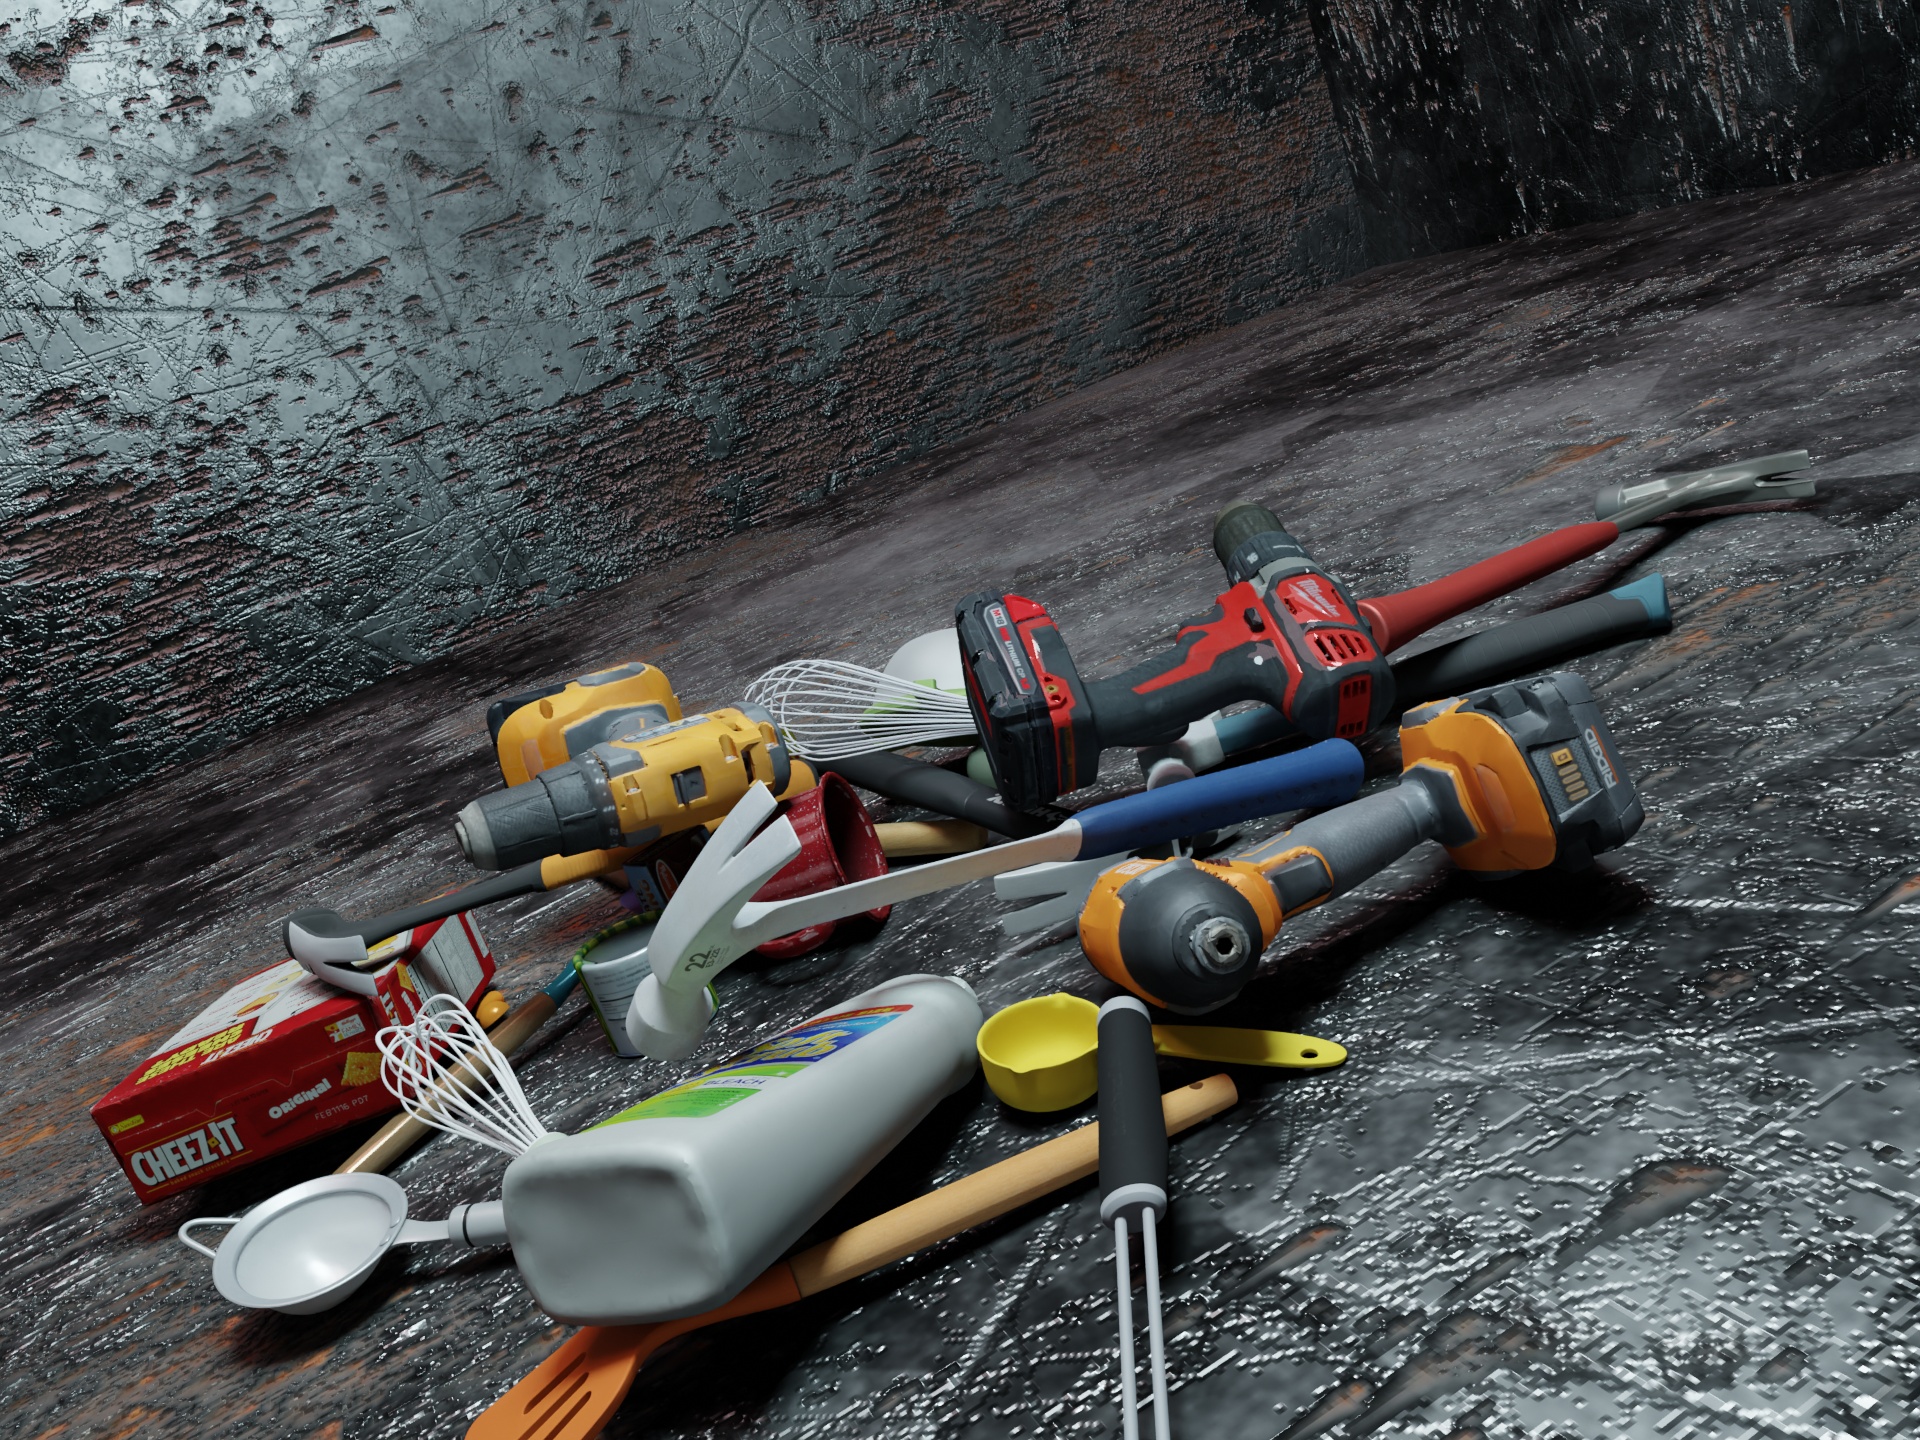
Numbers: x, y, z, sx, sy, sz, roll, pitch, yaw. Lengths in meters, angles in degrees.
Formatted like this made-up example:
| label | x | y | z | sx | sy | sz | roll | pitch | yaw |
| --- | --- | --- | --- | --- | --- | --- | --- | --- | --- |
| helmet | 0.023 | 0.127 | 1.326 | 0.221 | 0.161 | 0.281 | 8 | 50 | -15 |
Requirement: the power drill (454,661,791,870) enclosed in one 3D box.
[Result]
| label | x | y | z | sx | sy | sz | roll | pitch | yaw |
| --- | --- | --- | --- | --- | --- | --- | --- | --- | --- |
| power drill | -0.225 | 0.030 | 0.959 | 0.185 | 0.084 | 0.226 | -18 | 16 | -24 |

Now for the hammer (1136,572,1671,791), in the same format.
| label | x | y | z | sx | sy | sz | roll | pitch | yaw |
| --- | --- | --- | --- | --- | --- | --- | --- | --- | --- |
| hammer | 0.267 | -0.023 | 0.964 | 0.331 | 0.033 | 0.128 | -18 | 17 | 7 |

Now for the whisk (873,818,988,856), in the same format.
| label | x | y | z | sx | sy | sz | roll | pitch | yaw |
| --- | --- | --- | --- | --- | --- | --- | --- | --- | --- |
| whisk | -0.092 | 0.083 | 1.044 | 0.245 | 0.047 | 0.051 | -6 | 19 | 28 |

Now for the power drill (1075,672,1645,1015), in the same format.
| label | x | y | z | sx | sy | sz | roll | pitch | yaw |
| --- | --- | --- | --- | --- | --- | --- | --- | --- | --- |
| power drill | 0.166 | 0.058 | 0.680 | 0.226 | 0.084 | 0.164 | -24 | -2 | -5 |

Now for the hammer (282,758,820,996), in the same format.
| label | x | y | z | sx | sy | sz | roll | pitch | yaw |
| --- | --- | --- | --- | --- | --- | --- | --- | --- | --- |
| hammer | -0.226 | 0.085 | 0.965 | 0.337 | 0.034 | 0.127 | -19 | 13 | -35 |

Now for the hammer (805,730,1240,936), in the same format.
| label | x | y | z | sx | sy | sz | roll | pitch | yaw |
| --- | --- | --- | --- | --- | --- | --- | --- | --- | --- |
| hammer | 0.000 | 0.050 | 0.962 | 0.146 | 0.035 | 0.335 | -24 | 22 | -30 |

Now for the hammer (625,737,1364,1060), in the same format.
| label | x | y | z | sx | sy | sz | roll | pitch | yaw |
| --- | --- | --- | --- | --- | --- | --- | --- | --- | --- |
| hammer | 0.045 | 0.055 | 0.742 | 0.405 | 0.035 | 0.144 | -11 | -37 | -35 |

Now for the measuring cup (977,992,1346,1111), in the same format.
| label | x | y | z | sx | sy | sz | roll | pitch | yaw |
| --- | --- | --- | --- | --- | --- | --- | --- | --- | --- |
| measuring cup | 0.083 | 0.145 | 0.668 | 0.156 | 0.029 | 0.062 | 0 | 22 | 21 |

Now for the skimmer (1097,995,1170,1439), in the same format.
| label | x | y | z | sx | sy | sz | roll | pitch | yaw |
| --- | --- | --- | --- | --- | --- | --- | --- | --- | --- |
| skimmer | 0.047 | 0.165 | 0.478 | 0.127 | 0.090 | 0.363 | -18 | 20 | 11 |

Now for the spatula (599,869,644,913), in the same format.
| label | x | y | z | sx | sy | sz | roll | pitch | yaw |
| --- | --- | --- | --- | --- | --- | --- | --- | --- | --- |
| spatula | -0.241 | 0.113 | 1.141 | 0.059 | 0.018 | 0.316 | -2 | 5 | -27 |

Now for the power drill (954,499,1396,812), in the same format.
| label | x | y | z | sx | sy | sz | roll | pitch | yaw |
| --- | --- | --- | --- | --- | --- | --- | --- | --- | --- |
| power drill | 0.114 | -0.048 | 0.917 | 0.226 | 0.080 | 0.188 | -13 | 44 | -5 |

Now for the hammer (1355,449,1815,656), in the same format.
| label | x | y | z | sx | sy | sz | roll | pitch | yaw |
| --- | --- | --- | --- | --- | --- | --- | --- | --- | --- |
| hammer | 0.381 | -0.107 | 1.006 | 0.359 | 0.036 | 0.149 | -21 | 10 | -32 |

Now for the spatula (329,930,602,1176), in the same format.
| label | x | y | z | sx | sy | sz | roll | pitch | yaw |
| --- | --- | --- | --- | --- | --- | --- | --- | --- | --- |
| spatula | -0.251 | 0.188 | 0.920 | 0.082 | 0.044 | 0.317 | -5 | 26 | 40 |

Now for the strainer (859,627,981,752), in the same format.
| label | x | y | z | sx | sy | sz | roll | pitch | yaw |
| --- | --- | --- | --- | --- | --- | --- | --- | --- | --- |
| strainer | -0.023 | -0.018 | 1.154 | 0.151 | 0.069 | 0.256 | 4 | -12 | -31 |

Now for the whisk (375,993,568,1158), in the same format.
| label | x | y | z | sx | sy | sz | roll | pitch | yaw |
| --- | --- | --- | --- | --- | --- | --- | --- | --- | --- |
| whisk | -0.185 | 0.188 | 0.697 | 0.246 | 0.058 | 0.059 | 25 | 1 | 41 |

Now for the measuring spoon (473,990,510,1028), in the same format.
| label | x | y | z | sx | sy | sz | roll | pitch | yaw |
| --- | --- | --- | --- | --- | --- | --- | --- | --- | --- |
| measuring spoon | -0.293 | 0.176 | 0.984 | 0.021 | 0.011 | 0.117 | -42 | 10 | -18 |

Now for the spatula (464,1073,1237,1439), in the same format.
| label | x | y | z | sx | sy | sz | roll | pitch | yaw |
| --- | --- | --- | --- | --- | --- | --- | --- | --- | --- |
| spatula | -0.037 | 0.207 | 0.598 | 0.322 | 0.041 | 0.081 | -20 | 15 | -14 |

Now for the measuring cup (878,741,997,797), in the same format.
| label | x | y | z | sx | sy | sz | roll | pitch | yaw |
| --- | --- | --- | --- | --- | --- | --- | --- | --- | --- |
| measuring cup | 0.005 | 0.031 | 1.088 | 0.167 | 0.038 | 0.083 | -6 | 21 | 36 |

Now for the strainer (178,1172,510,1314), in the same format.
| label | x | y | z | sx | sy | sz | roll | pitch | yaw |
| --- | --- | --- | --- | --- | --- | --- | --- | --- | --- |
| strainer | -0.230 | 0.232 | 0.717 | 0.258 | 0.050 | 0.087 | -11 | 23 | 11 |

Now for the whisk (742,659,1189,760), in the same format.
| label | x | y | z | sx | sy | sz | roll | pitch | yaw |
| --- | --- | --- | --- | --- | --- | --- | --- | --- | --- |
| whisk | -0.002 | -0.002 | 0.981 | 0.284 | 0.070 | 0.070 | 3 | 22 | 14 |
